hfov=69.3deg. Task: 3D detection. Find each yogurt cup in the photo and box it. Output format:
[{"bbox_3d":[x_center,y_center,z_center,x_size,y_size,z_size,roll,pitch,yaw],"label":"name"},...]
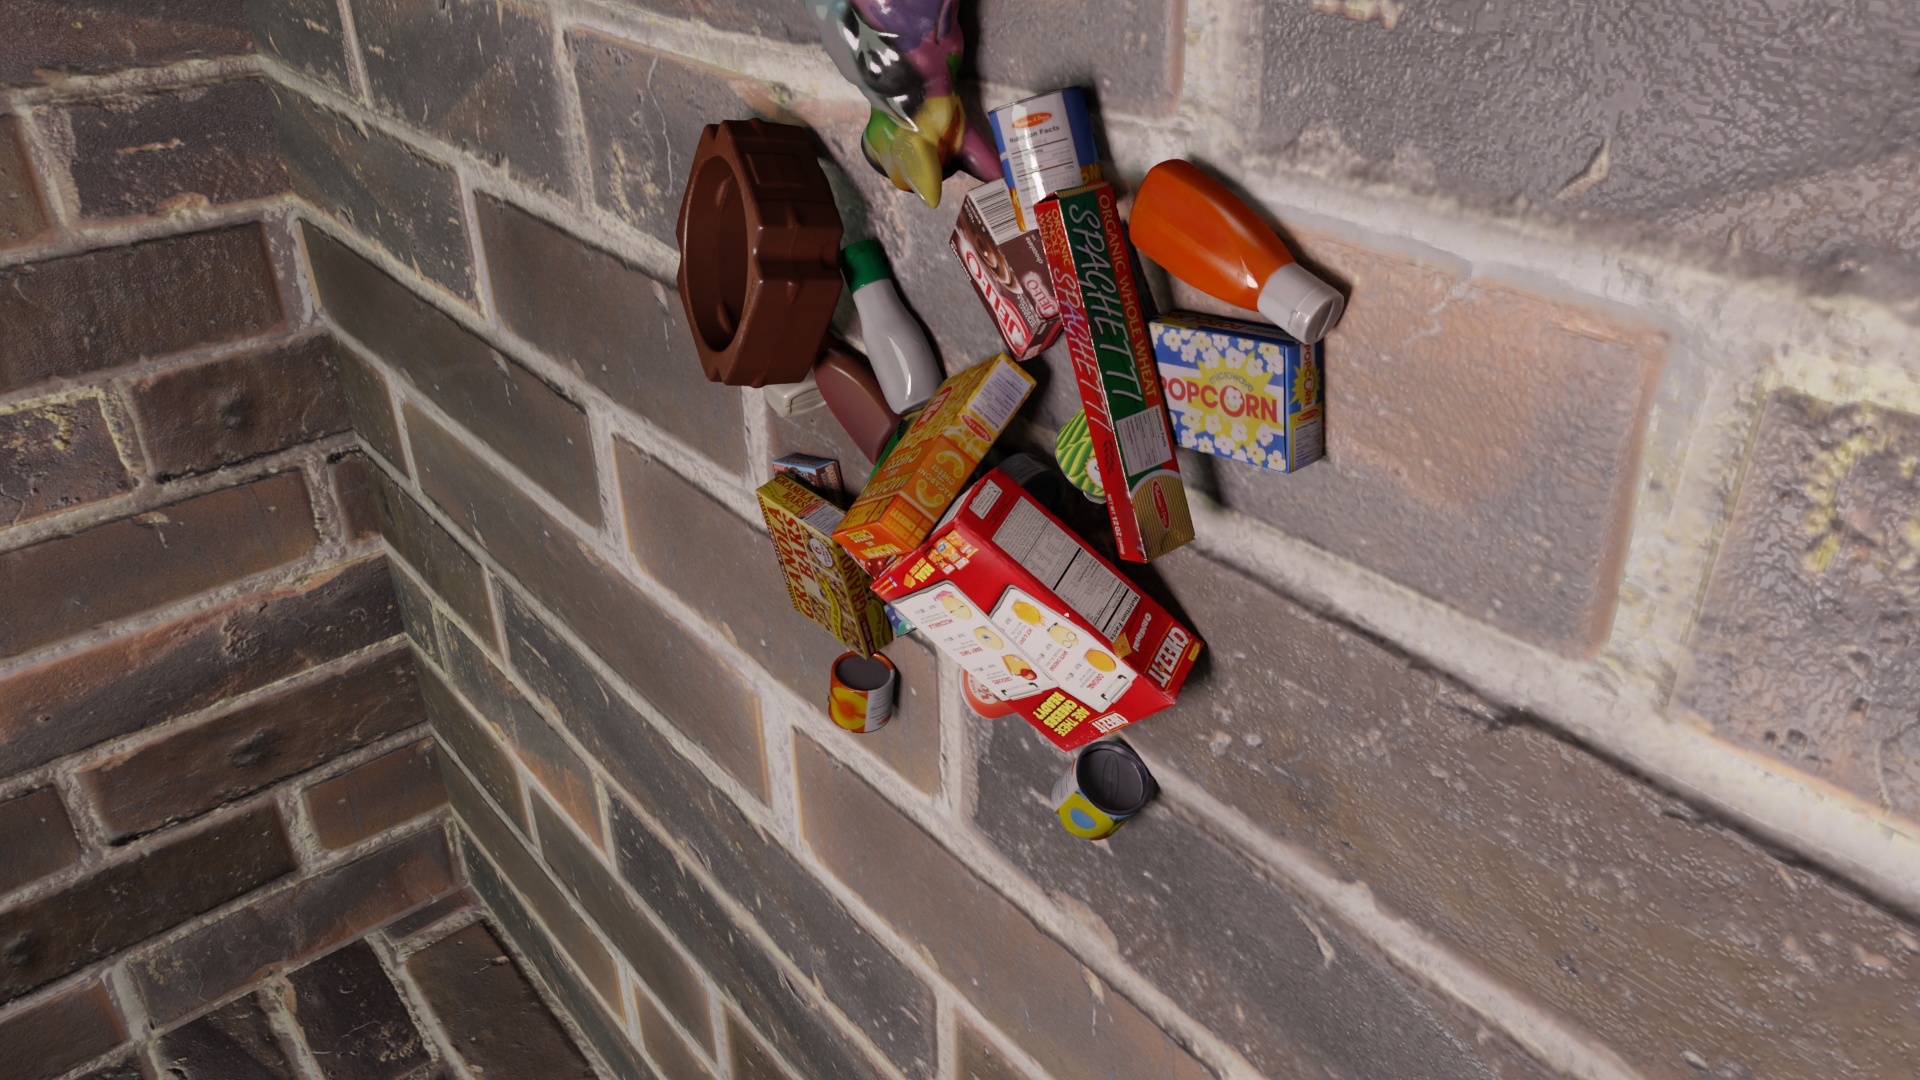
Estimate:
[{"bbox_3d":[0.041,0.120,1.208,0.054,0.073,0.072,-14,98,48],"label":"yogurt cup"}]

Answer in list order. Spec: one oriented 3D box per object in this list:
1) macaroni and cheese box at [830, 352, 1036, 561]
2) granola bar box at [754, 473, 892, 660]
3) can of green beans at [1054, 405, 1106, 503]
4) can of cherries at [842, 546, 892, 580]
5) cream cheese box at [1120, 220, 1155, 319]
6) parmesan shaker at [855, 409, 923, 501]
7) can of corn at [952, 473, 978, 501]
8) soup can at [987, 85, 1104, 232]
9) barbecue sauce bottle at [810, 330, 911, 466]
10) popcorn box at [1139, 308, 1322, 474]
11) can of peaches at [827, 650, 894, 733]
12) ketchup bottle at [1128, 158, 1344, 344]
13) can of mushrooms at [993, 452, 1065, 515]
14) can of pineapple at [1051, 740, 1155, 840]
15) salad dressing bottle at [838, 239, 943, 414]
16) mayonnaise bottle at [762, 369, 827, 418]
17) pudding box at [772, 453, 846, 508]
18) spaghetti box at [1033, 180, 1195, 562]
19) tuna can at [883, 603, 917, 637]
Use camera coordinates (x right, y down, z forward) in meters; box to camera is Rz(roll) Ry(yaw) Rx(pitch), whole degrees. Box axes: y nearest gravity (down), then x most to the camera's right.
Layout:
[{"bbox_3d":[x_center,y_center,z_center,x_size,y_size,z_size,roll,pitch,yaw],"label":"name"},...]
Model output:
[{"bbox_3d":[-0.022,-0.062,1.080,0.040,0.167,0.123,39,163,-14],"label":"macaroni and cheese box"},{"bbox_3d":[-0.134,0.026,1.384,0.124,0.039,0.164,30,146,38],"label":"granola bar box"},{"bbox_3d":[0.110,-0.072,0.994,0.071,0.071,0.057,59,145,11],"label":"can of green beans"},{"bbox_3d":[-0.068,0.005,1.283,0.058,0.072,0.071,43,140,31],"label":"can of cherries"},{"bbox_3d":[0.107,-0.167,0.978,0.053,0.024,0.103,-11,100,58],"label":"cream cheese box"},{"bbox_3d":[-0.043,-0.058,1.209,0.071,0.071,0.102,56,145,16],"label":"parmesan shaker"},{"bbox_3d":[0.004,-0.015,1.178,0.058,0.071,0.070,50,143,23],"label":"can of corn"},{"bbox_3d":[0.062,-0.261,0.952,0.071,0.071,0.083,2,112,54],"label":"soup can"},{"bbox_3d":[-0.100,-0.139,1.268,0.149,0.044,0.064,51,141,23],"label":"barbecue sauce bottle"},{"bbox_3d":[0.176,-0.100,0.910,0.127,0.038,0.085,21,126,47],"label":"popcorn box"},{"bbox_3d":[-0.104,0.153,1.424,0.071,0.071,0.057,40,137,35],"label":"can of peaches"},{"bbox_3d":[0.171,-0.177,0.866,0.149,0.044,0.064,45,142,30],"label":"ketchup bottle"},{"bbox_3d":[0.049,-0.033,1.104,0.033,0.071,0.070,40,138,34],"label":"can of mushrooms"},{"bbox_3d":[0.117,0.209,1.153,0.071,0.071,0.057,54,145,18],"label":"can of pineapple"},{"bbox_3d":[-0.062,-0.183,1.189,0.064,0.044,0.147,-26,86,58],"label":"salad dressing bottle"},{"bbox_3d":[-0.182,-0.180,1.345,0.148,0.065,0.041,49,147,32],"label":"mayonnaise bottle"},{"bbox_3d":[-0.152,-0.058,1.401,0.084,0.030,0.049,13,120,50],"label":"pudding box"},{"bbox_3d":[0.104,-0.111,0.922,0.028,0.050,0.249,1,109,55],"label":"spaghetti box"},{"bbox_3d":[-0.035,0.062,1.278,0.071,0.071,0.033,-31,83,56],"label":"tuna can"}]
